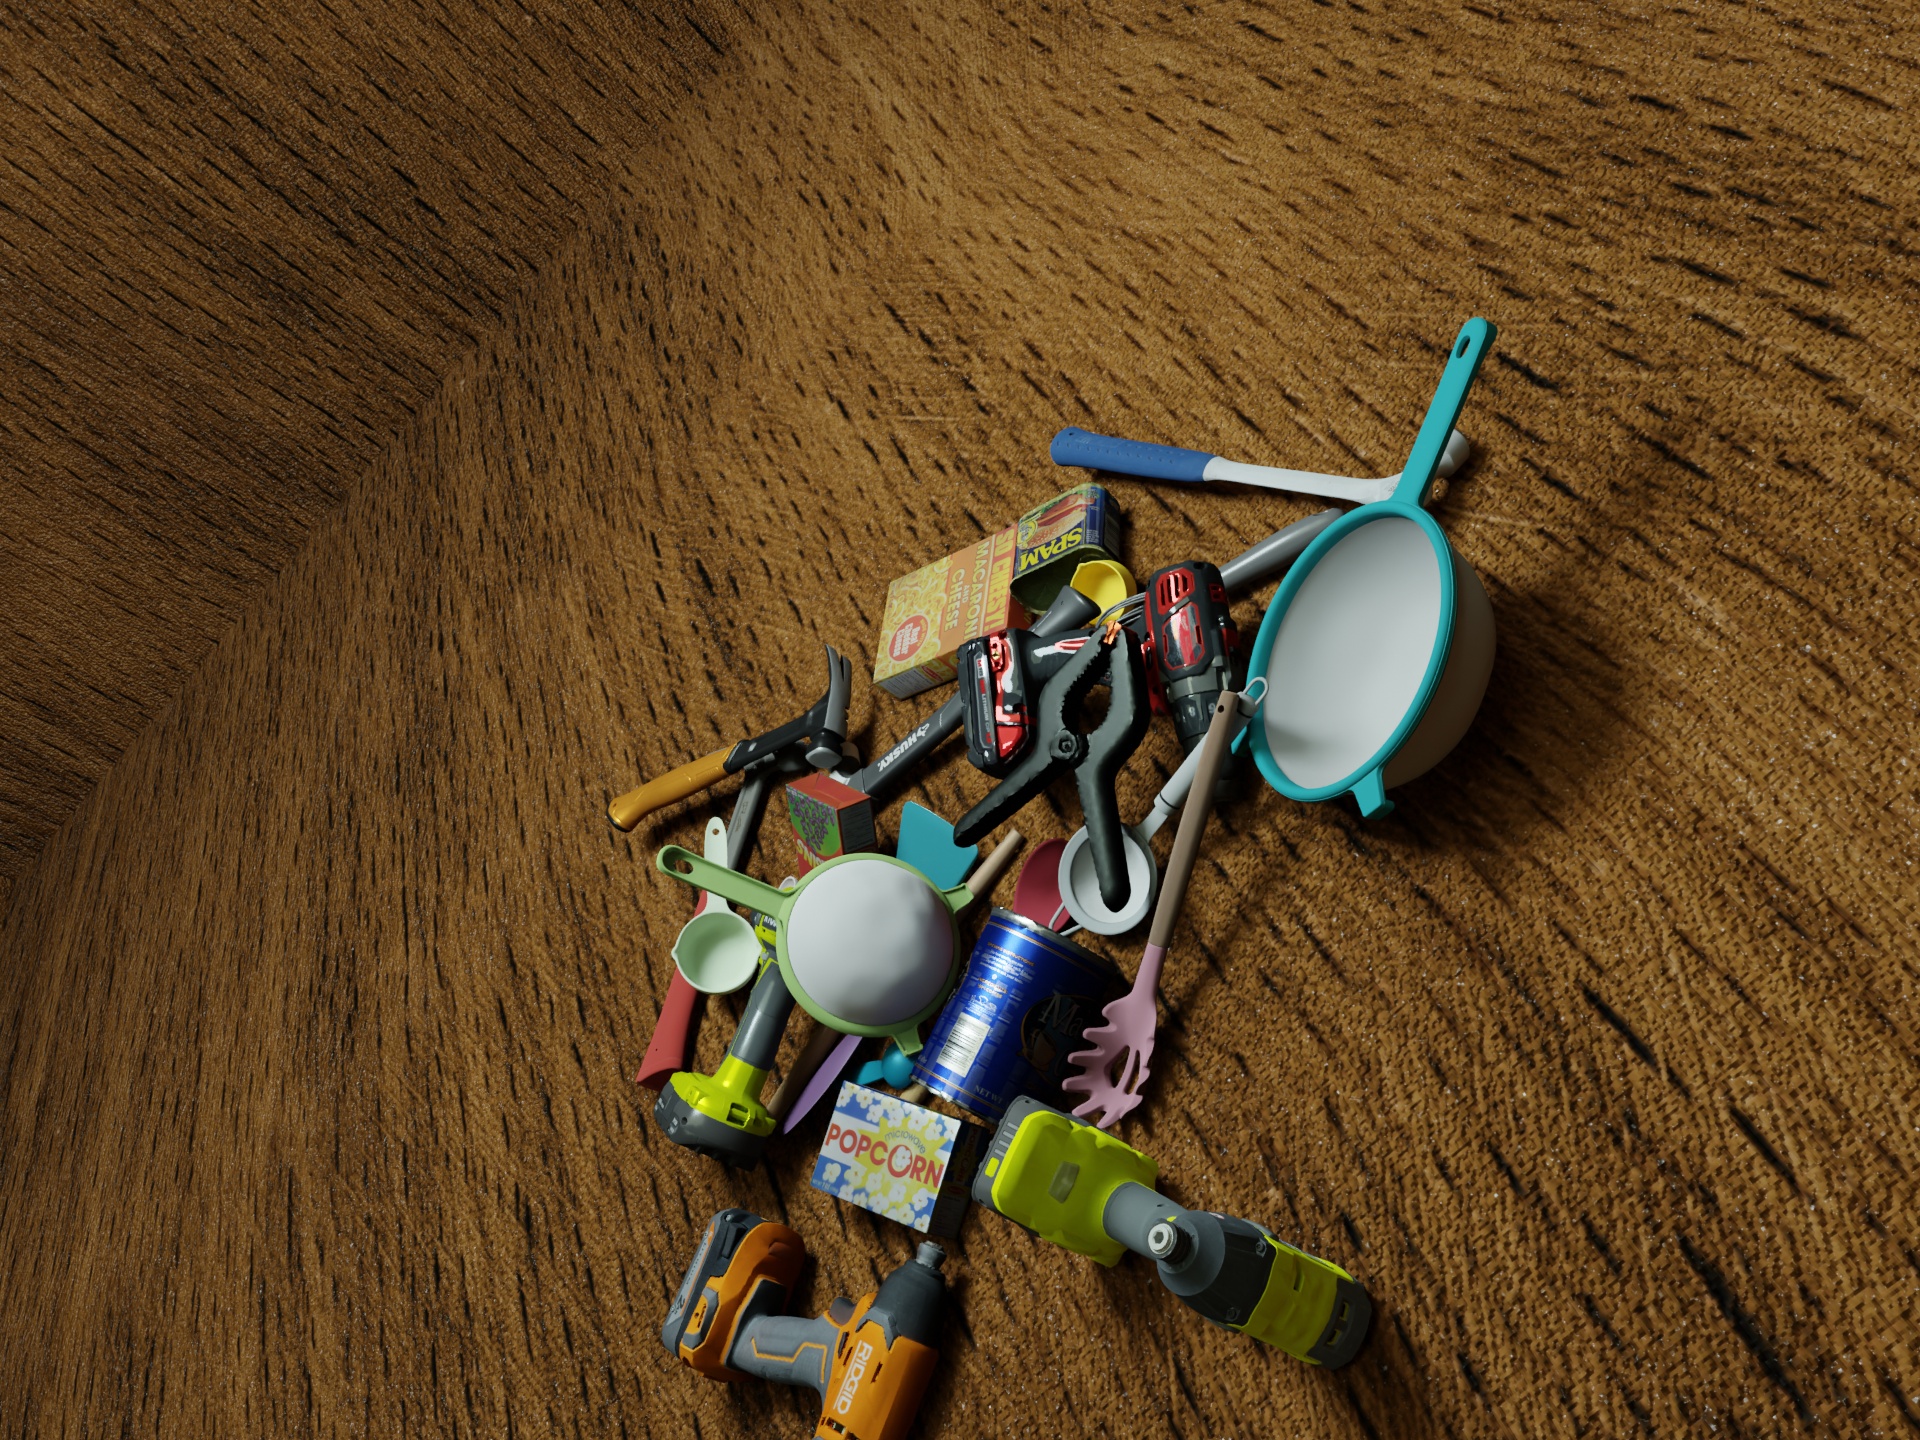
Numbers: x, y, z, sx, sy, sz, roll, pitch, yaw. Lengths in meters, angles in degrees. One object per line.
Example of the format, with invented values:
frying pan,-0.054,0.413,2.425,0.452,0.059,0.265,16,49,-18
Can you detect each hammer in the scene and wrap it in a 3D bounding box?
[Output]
hammer,-0.239,0.037,1.601,0.337,0.034,0.127,-24,46,34
hammer,0.213,-0.205,1.320,0.144,0.035,0.406,-44,35,-19
hammer,-0.249,0.184,1.554,0.149,0.036,0.359,-10,55,43
hammer,-0.002,-0.005,1.411,0.334,0.035,0.146,-40,39,27

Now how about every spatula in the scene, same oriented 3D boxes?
spatula,-0.092,0.222,1.351,0.082,0.044,0.317,33,89,26
spatula,-0.049,0.217,1.320,0.316,0.018,0.060,-51,9,-1

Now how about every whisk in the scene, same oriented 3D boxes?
whisk,0.204,-0.109,1.288,0.239,0.055,0.055,-28,44,24

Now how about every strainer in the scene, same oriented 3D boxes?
strainer,0.315,-0.095,1.076,0.340,0.095,0.211,-69,22,5
strainer,-0.114,0.147,1.241,0.069,0.256,0.152,125,167,-62
strainer,0.150,0.068,1.171,0.087,0.050,0.258,50,120,29

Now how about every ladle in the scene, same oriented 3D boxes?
ladle,0.006,0.232,1.254,0.315,0.031,0.069,-56,41,0

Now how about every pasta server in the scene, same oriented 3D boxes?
pasta server,0.142,0.131,1.113,0.060,0.040,0.316,18,94,40

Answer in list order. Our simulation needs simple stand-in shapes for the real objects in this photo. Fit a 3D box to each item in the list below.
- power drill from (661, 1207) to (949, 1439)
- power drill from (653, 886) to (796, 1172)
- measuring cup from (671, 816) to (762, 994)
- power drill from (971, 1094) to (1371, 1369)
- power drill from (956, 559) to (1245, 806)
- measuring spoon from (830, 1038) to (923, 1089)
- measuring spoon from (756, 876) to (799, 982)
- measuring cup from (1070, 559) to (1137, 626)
power drill,-0.106,0.440,1.174,0.227,0.084,0.164,8,67,45
power drill,-0.176,0.250,1.358,0.228,0.080,0.190,-66,18,-8
measuring cup,-0.227,0.175,1.488,0.083,0.038,0.168,-2,69,-5
power drill,0.116,0.307,0.965,0.223,0.171,0.080,10,70,53
power drill,0.117,-0.010,1.248,0.227,0.080,0.188,-16,73,30
measuring spoon,-0.076,0.282,1.290,0.128,0.021,0.042,-26,41,47
measuring spoon,-0.168,0.206,1.473,0.034,0.018,0.124,-11,61,56
measuring cup,0.096,-0.085,1.400,0.156,0.029,0.062,-40,75,38
